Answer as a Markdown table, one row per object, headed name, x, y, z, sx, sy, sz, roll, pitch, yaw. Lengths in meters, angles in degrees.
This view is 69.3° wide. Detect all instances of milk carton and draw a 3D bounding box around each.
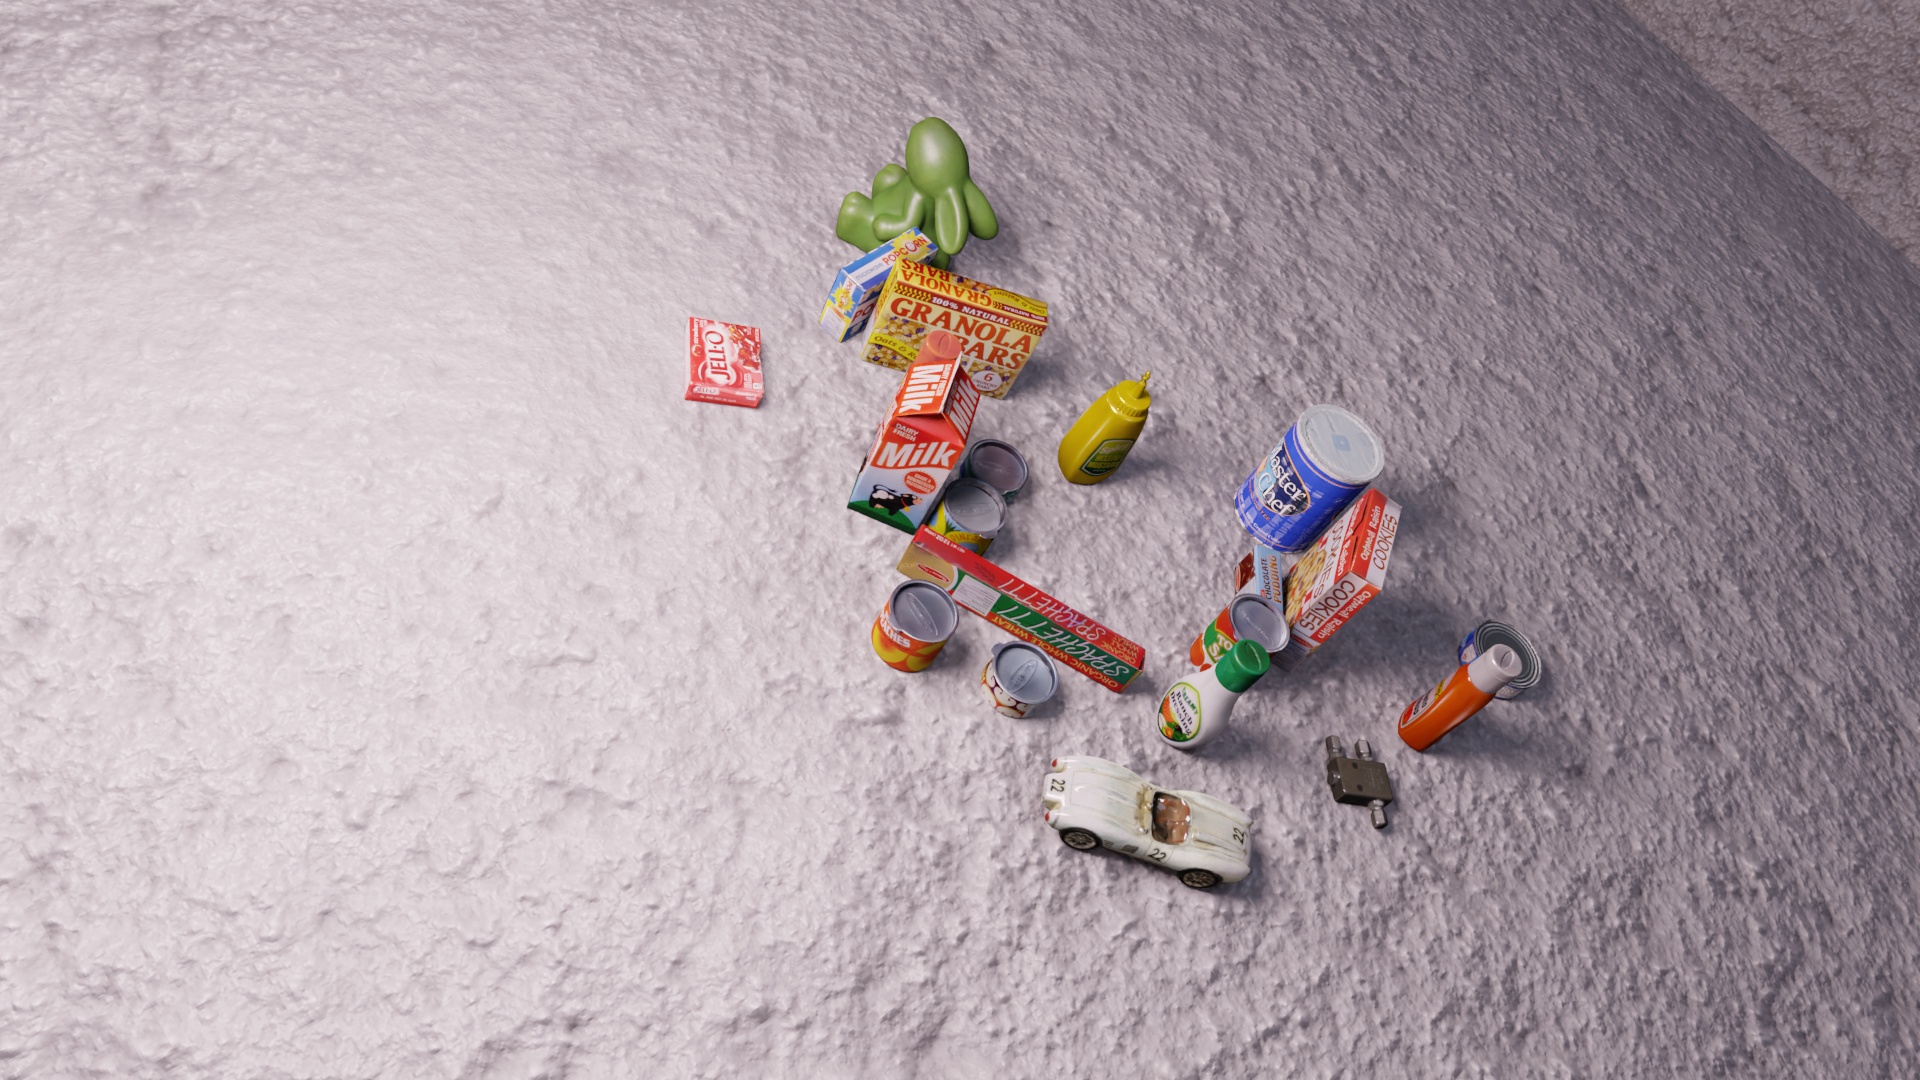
| name | x | y | z | sx | sy | sz | roll | pitch | yaw |
| --- | --- | --- | --- | --- | --- | --- | --- | --- | --- |
| milk carton | -0.039 | -0.094 | 1.300 | 0.073 | 0.189 | 0.073 | 23 | 50 | -8 |

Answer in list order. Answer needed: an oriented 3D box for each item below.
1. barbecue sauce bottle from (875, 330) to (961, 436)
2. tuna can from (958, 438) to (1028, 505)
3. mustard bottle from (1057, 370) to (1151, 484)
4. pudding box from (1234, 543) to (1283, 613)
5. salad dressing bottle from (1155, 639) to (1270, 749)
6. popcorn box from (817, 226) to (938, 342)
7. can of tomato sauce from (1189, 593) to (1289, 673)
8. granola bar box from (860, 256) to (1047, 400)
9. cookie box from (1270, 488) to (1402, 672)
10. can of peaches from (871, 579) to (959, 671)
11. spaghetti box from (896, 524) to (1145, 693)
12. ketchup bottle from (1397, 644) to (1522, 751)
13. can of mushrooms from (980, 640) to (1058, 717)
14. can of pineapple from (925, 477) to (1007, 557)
| name | x | y | z | sx | sy | sz | roll | pitch | yaw |
| --- | --- | --- | --- | --- | --- | --- | --- | --- | --- |
| barbecue sauce bottle | -0.040 | -0.145 | 1.364 | 0.044 | 0.147 | 0.065 | 24 | 50 | -7 |
| tuna can | 0.033 | -0.066 | 1.417 | 0.071 | 0.032 | 0.071 | 12 | 52 | -16 |
| mustard bottle | 0.156 | -0.119 | 1.428 | 0.065 | 0.159 | 0.049 | -4 | 58 | -27 |
| pudding box | 0.311 | 0.052 | 1.448 | 0.030 | 0.049 | 0.084 | 18 | 51 | -13 |
| salad dressing bottle | 0.233 | 0.141 | 1.282 | 0.044 | 0.146 | 0.064 | -4 | 59 | -27 |
| popcorn box | -0.088 | -0.272 | 1.477 | 0.038 | 0.084 | 0.127 | 43 | 50 | 9 |
| can of tomato sauce | 0.274 | 0.103 | 1.372 | 0.071 | 0.082 | 0.071 | 13 | 52 | -17 |
| granola bar box | -0.008 | -0.218 | 1.448 | 0.166 | 0.123 | 0.039 | 14 | 52 | -15 |
| cookie box | 0.374 | 0.041 | 1.408 | 0.040 | 0.166 | 0.123 | 30 | 49 | -2 |
| can of peaches | -0.044 | 0.078 | 1.259 | 0.071 | 0.057 | 0.071 | 13 | 52 | -16 |
| spaghetti box | 0.059 | 0.067 | 1.320 | 0.250 | 0.050 | 0.029 | 29 | 49 | -3 |
| ketchup bottle | 0.503 | 0.156 | 1.396 | 0.043 | 0.148 | 0.065 | 41 | 50 | 7 |
| can of mushrooms | 0.053 | 0.127 | 1.284 | 0.071 | 0.033 | 0.071 | 12 | 52 | -16 |
| can of pineapple | 0.005 | -0.017 | 1.351 | 0.071 | 0.057 | 0.071 | 13 | 52 | -16 |
